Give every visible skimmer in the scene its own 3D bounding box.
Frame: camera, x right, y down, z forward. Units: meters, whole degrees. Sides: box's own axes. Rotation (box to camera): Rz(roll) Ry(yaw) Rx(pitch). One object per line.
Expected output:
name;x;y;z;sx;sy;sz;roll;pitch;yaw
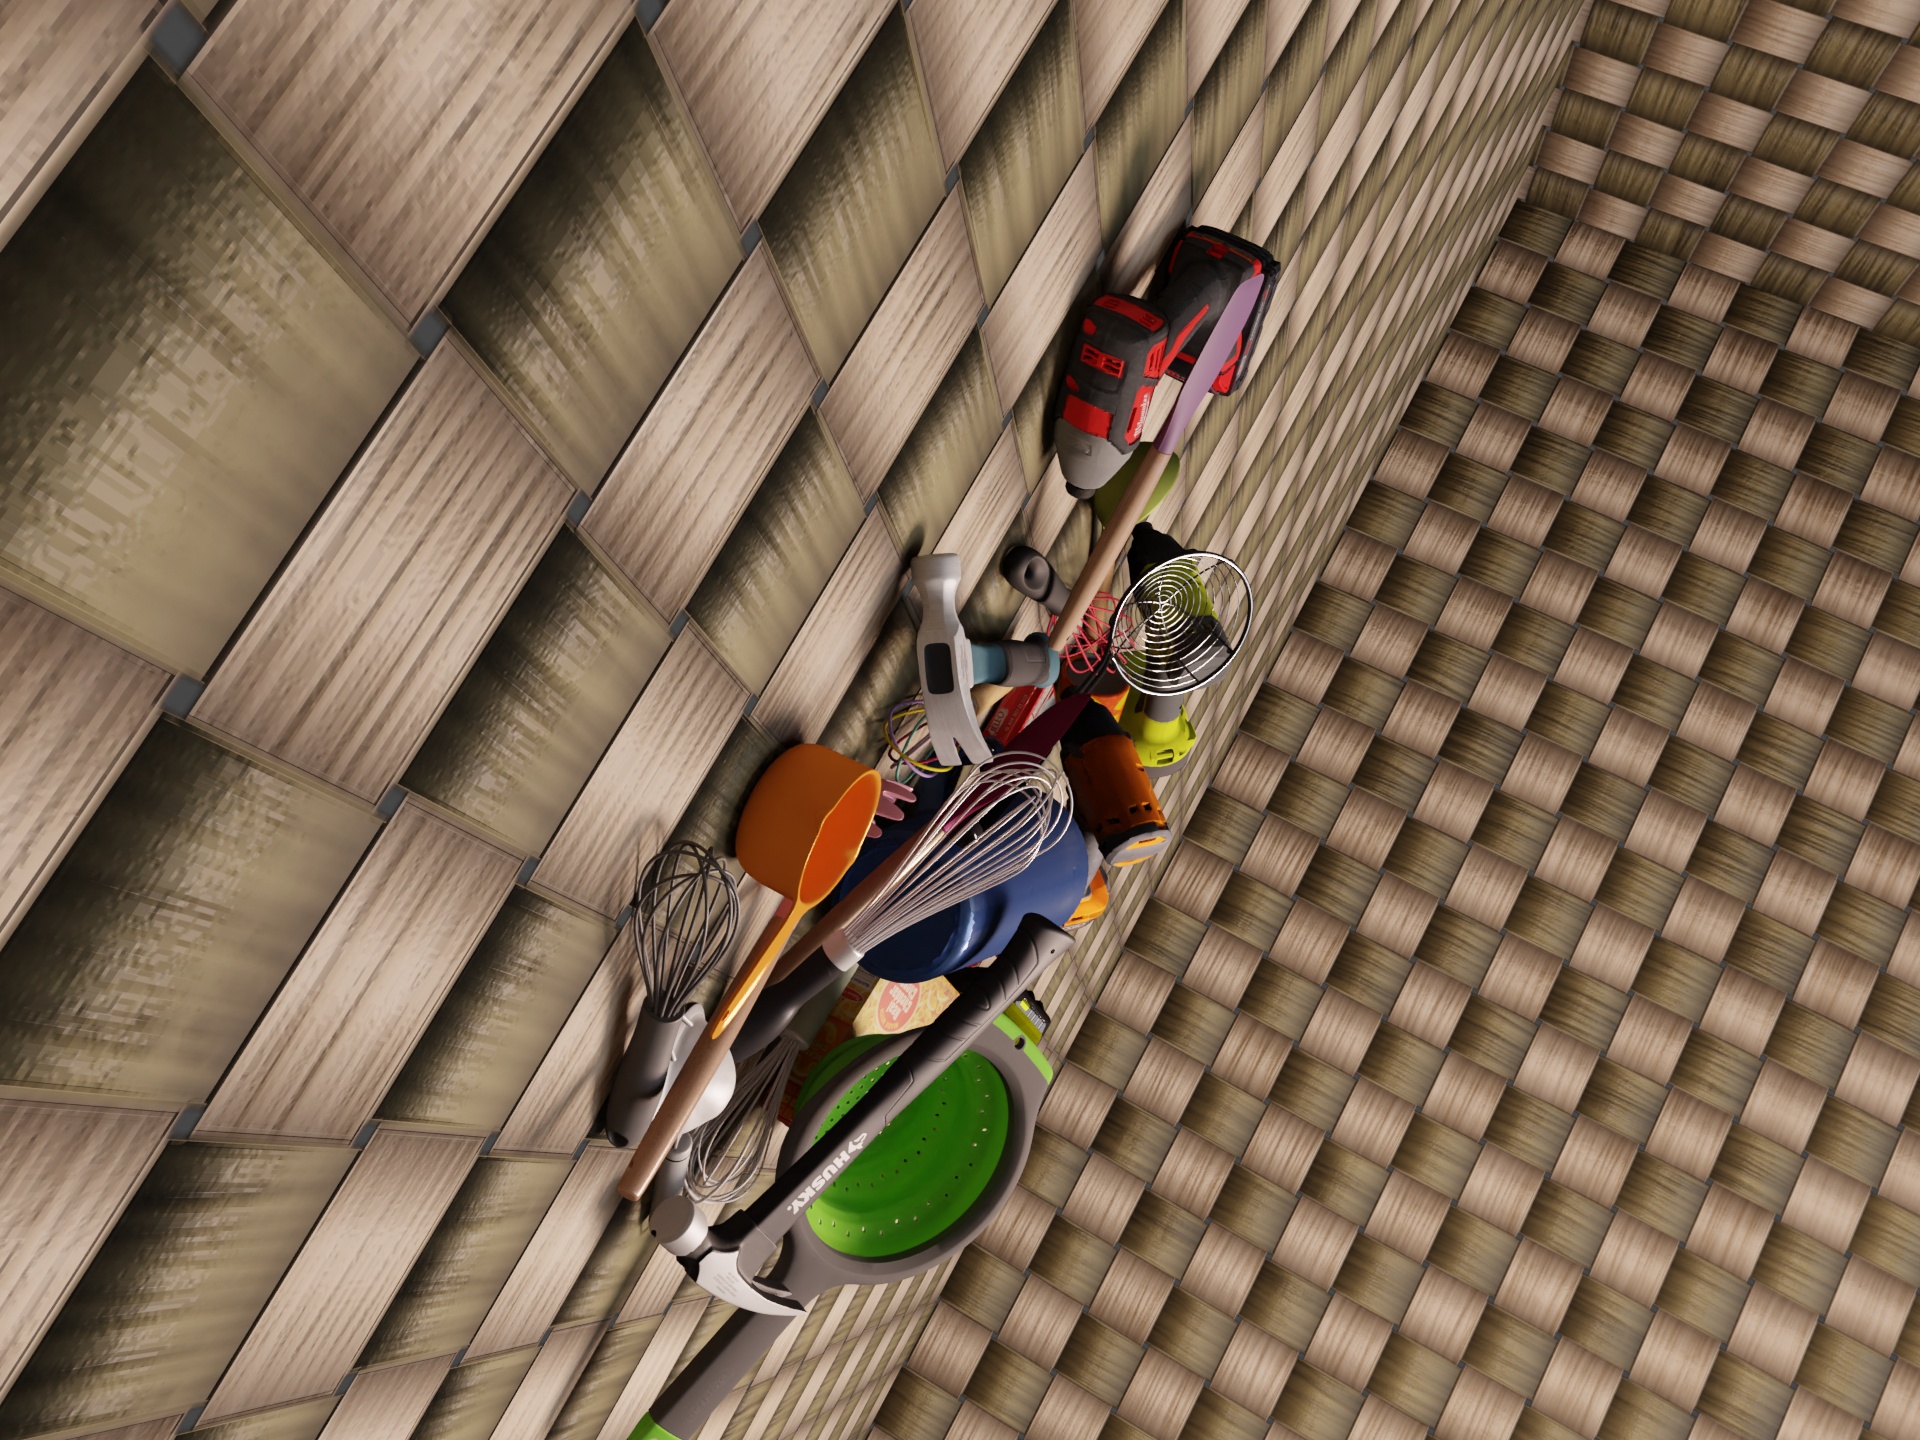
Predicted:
skimmer;0.113;-0.011;1.180;0.363;0.090;0.127;-47;140;-46

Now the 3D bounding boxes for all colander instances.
colander;-0.110;0.355;1.146;0.397;0.095;0.204;-47;125;-10

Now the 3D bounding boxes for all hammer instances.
hammer;-0.045;0.254;1.064;0.335;0.035;0.146;-43;132;-15
hammer;0.025;-0.041;1.090;0.331;0.033;0.128;-9;95;-76

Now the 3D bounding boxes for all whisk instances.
whisk;-0.161;0.152;0.844;0.055;0.055;0.238;-44;161;-52
whisk;-0.122;0.233;1.125;0.059;0.057;0.246;-24;-152;54
whisk;0.084;-0.088;1.253;0.073;0.073;0.295;-63;159;-1
whisk;0.000;-0.002;1.123;0.245;0.047;0.051;-37;134;-68
whisk;-0.049;0.120;0.977;0.284;0.070;0.070;-40;168;8

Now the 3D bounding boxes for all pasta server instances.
pasta server;-0.111;0.145;0.935;0.060;0.040;0.316;-35;-160;48

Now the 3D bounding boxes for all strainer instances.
strainer;-0.174;0.261;0.995;0.087;0.050;0.258;-69;178;-47

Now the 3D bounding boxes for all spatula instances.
spatula;0.129;-0.167;1.092;0.060;0.018;0.315;-35;158;-50

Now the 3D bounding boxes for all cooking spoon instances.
cooking spoon;-0.033;0.087;1.039;0.319;0.017;0.069;-43;-168;-9

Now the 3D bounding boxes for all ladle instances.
ladle;0.134;-0.130;1.353;0.320;0.062;0.078;91;23;-65

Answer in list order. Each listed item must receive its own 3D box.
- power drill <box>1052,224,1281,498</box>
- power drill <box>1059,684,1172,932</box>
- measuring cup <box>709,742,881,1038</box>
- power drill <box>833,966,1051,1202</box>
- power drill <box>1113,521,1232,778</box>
power drill;0.136;-0.250;1.110;0.220;0.078;0.143;-45;157;-44
power drill;0.101;0.082;1.418;0.084;0.164;0.226;-10;154;-23
measuring cup;-0.110;0.092;0.893;0.174;0.052;0.095;-58;165;-11
power drill;-0.009;0.340;1.459;0.080;0.190;0.229;51;51;-26
power drill;0.181;-0.062;1.484;0.080;0.171;0.223;-10;147;-13
